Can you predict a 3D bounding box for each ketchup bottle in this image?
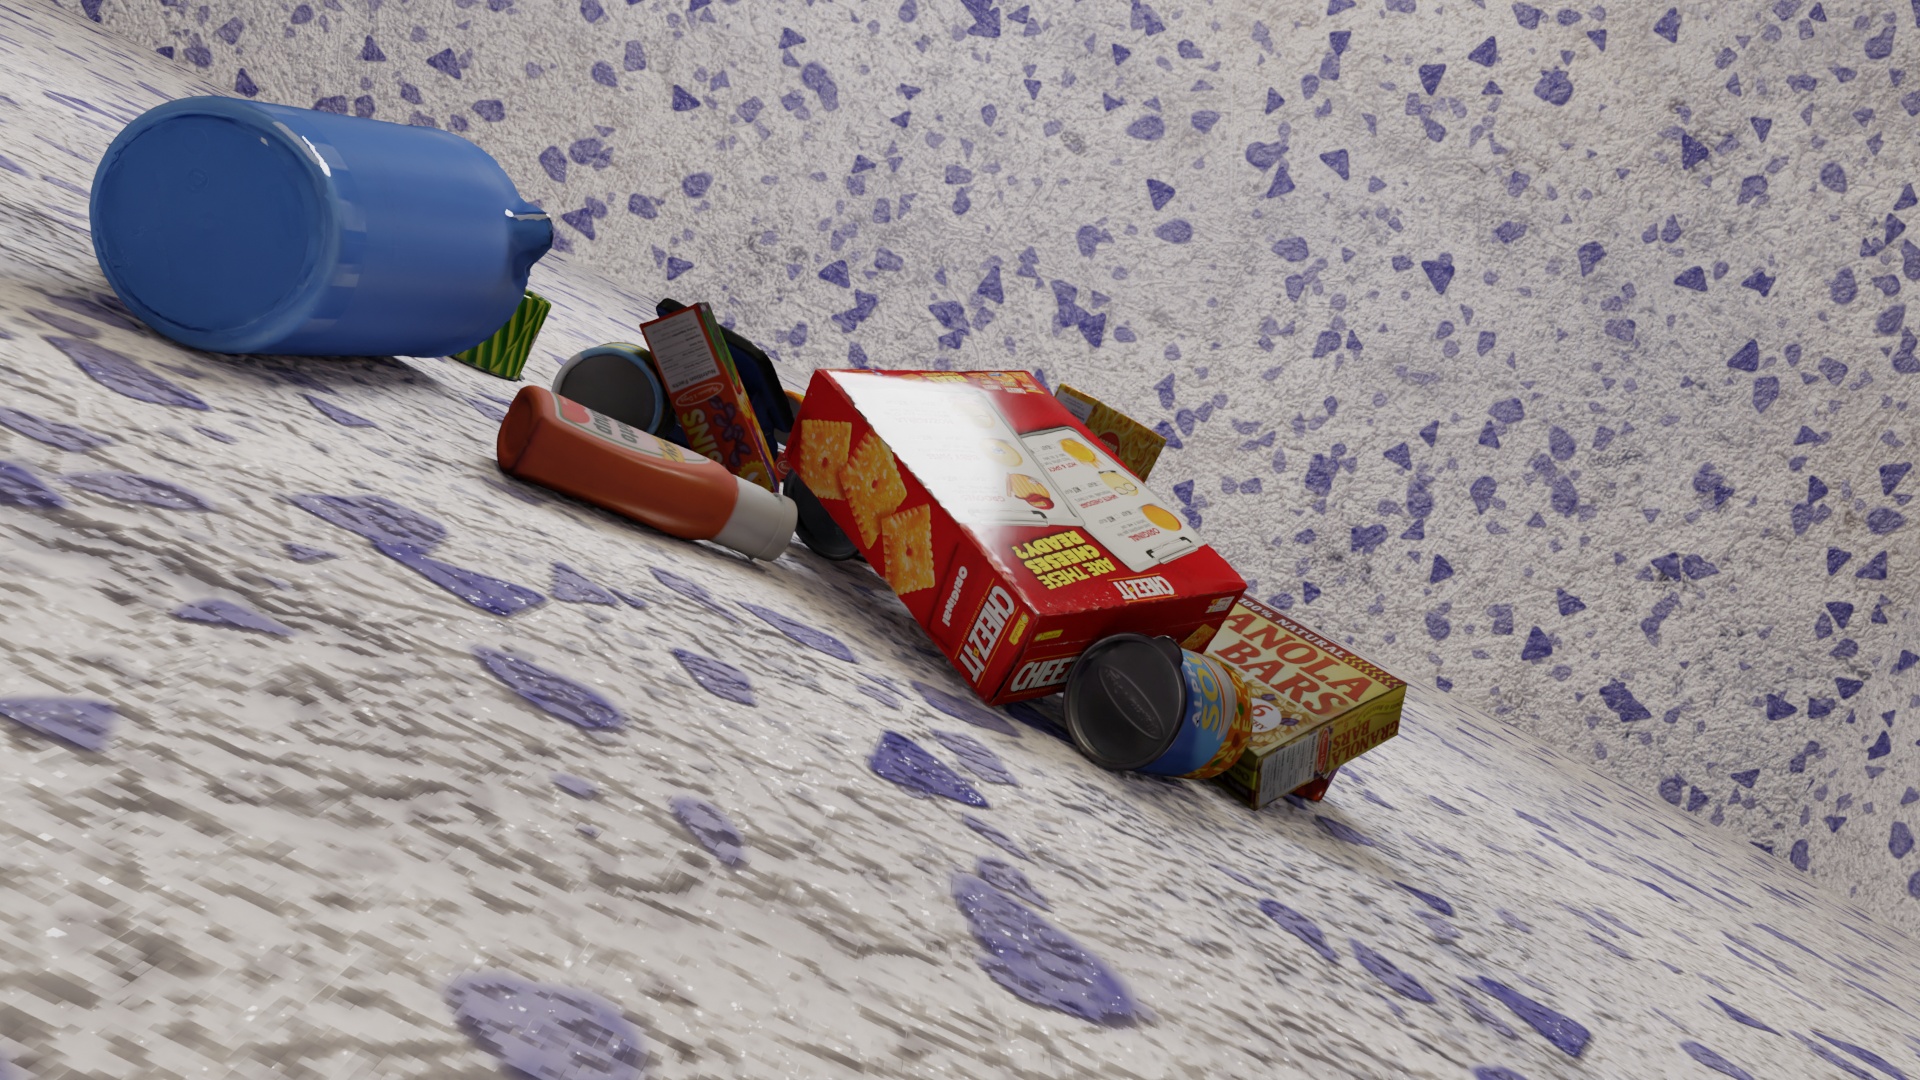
[{"bbox_3d":[-0.154,-0.029,0.696,0.149,0.043,0.065,23,8,-32],"label":"ketchup bottle"}]

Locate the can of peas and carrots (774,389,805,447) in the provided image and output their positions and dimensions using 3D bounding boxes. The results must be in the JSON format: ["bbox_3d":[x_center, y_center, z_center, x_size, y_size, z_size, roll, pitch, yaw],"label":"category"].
[{"bbox_3d":[-0.146,-0.093,1.180,0.071,0.071,0.059,28,6,18],"label":"can of peas and carrots"}]

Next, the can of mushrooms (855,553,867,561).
[{"bbox_3d":[-0.079,-0.014,0.939,0.071,0.033,0.071,25,6,-3],"label":"can of mushrooms"}]

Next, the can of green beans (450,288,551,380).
[{"bbox_3d":[-0.320,-0.149,0.943,0.071,0.057,0.071,26,6,-3],"label":"can of green beans"}]

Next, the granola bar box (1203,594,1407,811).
[{"bbox_3d":[0.156,0.081,0.819,0.125,0.039,0.166,-18,32,-32],"label":"granola bar box"}]

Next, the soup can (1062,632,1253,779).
[{"bbox_3d":[0.103,0.083,0.695,0.071,0.071,0.084,31,7,36],"label":"soup can"}]

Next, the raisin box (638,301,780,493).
[{"bbox_3d":[-0.149,-0.080,0.838,0.086,0.040,0.123,-126,-166,-78],"label":"raisin box"}]

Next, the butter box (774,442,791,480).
[{"bbox_3d":[-0.178,-0.080,1.125,0.103,0.024,0.053,29,6,21],"label":"butter box"}]

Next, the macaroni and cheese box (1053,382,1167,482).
[{"bbox_3d":[0.078,-0.022,1.034,0.040,0.166,0.124,30,7,32],"label":"macaroni and cheese box"}]

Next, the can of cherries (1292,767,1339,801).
[{"bbox_3d":[0.211,0.123,0.873,0.071,0.058,0.071,27,6,-3],"label":"can of cherries"}]

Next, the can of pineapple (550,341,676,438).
[{"bbox_3d":[-0.206,-0.085,0.834,0.071,0.071,0.058,26,6,-10],"label":"can of pineapple"}]

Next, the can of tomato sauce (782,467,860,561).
[{"bbox_3d":[-0.057,-0.034,0.867,0.071,0.070,0.083,29,37,23],"label":"can of tomato sauce"}]
